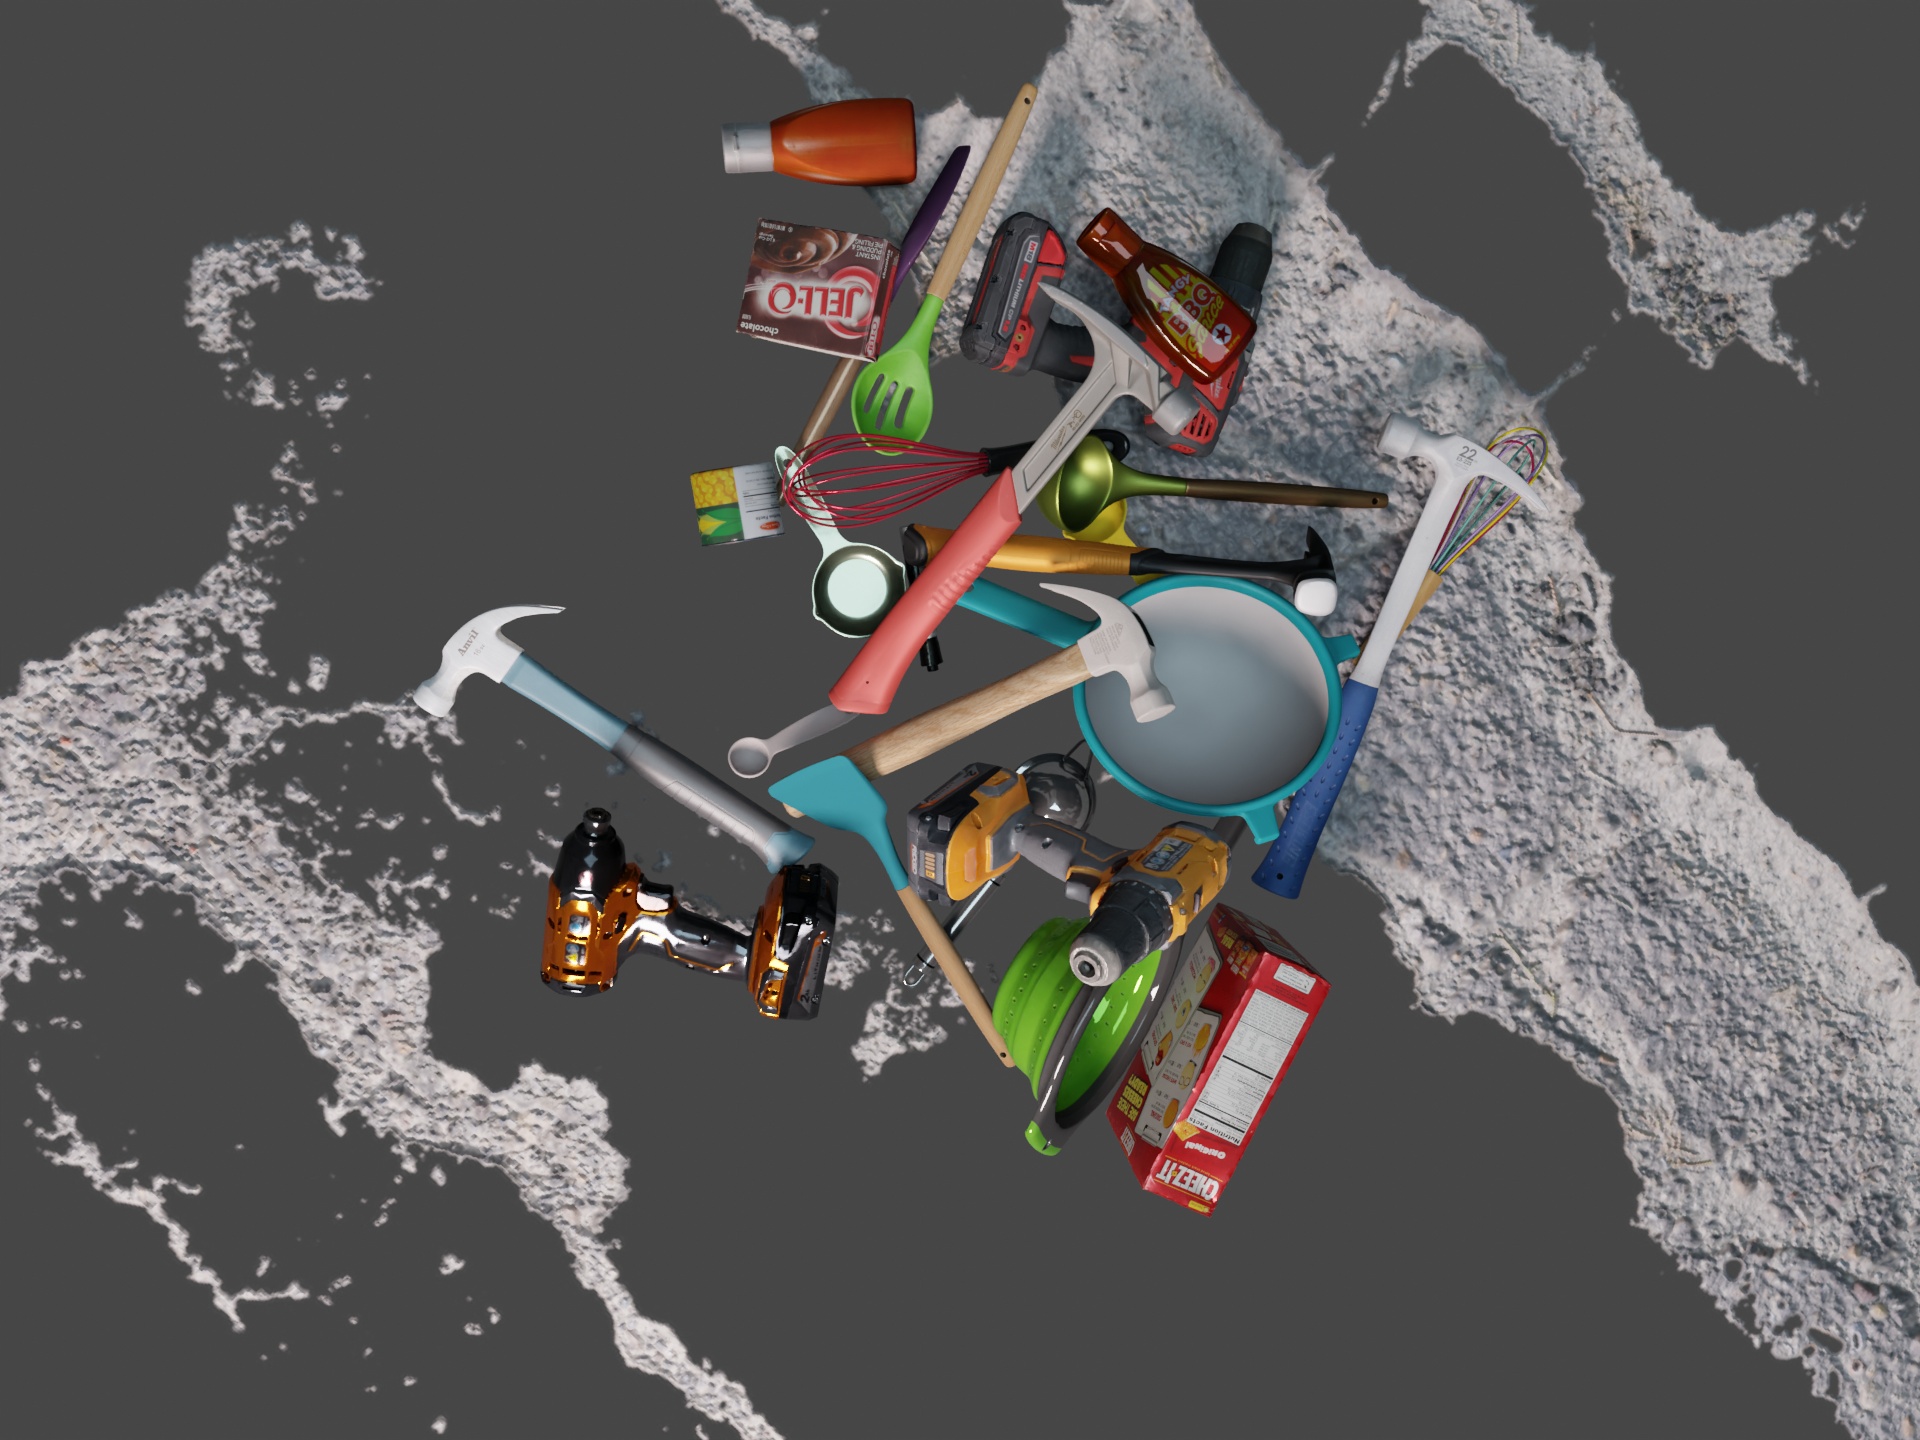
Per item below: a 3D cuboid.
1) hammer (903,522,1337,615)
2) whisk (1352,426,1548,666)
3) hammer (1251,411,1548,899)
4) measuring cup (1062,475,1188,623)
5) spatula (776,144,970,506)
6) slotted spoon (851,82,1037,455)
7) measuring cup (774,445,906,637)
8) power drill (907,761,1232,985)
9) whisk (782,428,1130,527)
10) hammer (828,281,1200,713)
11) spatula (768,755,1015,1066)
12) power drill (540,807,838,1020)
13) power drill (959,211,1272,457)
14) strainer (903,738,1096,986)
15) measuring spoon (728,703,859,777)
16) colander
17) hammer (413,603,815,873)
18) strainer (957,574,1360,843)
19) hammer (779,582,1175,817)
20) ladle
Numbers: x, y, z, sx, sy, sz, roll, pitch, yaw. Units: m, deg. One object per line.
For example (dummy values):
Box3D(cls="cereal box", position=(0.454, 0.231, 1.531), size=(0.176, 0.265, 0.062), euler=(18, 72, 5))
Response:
Box3D(cls="hammer", position=(0.123, -0.131, 1.258), size=(0.337, 0.127, 0.034), euler=(5, 115, 5))
Box3D(cls="whisk", position=(0.409, -0.144, 1.340), size=(0.047, 0.051, 0.245), euler=(37, 97, 11))
Box3D(cls="hammer", position=(0.345, -0.039, 1.321), size=(0.144, 0.035, 0.405), euler=(22, 101, 5))
Box3D(cls="measuring cup", position=(0.137, -0.140, 1.316), size=(0.062, 0.029, 0.156), euler=(-41, 111, 5))
Box3D(cls="spatula", position=(-0.072, -0.310, 1.256), size=(0.018, 0.060, 0.316), euler=(25, 99, -24))
Box3D(cls="slotted spoon", position=(-0.008, -0.359, 1.264), size=(0.070, 0.031, 0.314), euler=(23, 93, -25))
Box3D(cls="measuring cup", position=(-0.104, -0.145, 1.279), size=(0.083, 0.038, 0.167), euler=(-29, 98, -2))
Box3D(cls="power drill", position=(0.068, 0.118, 1.198), size=(0.226, 0.185, 0.084), euler=(15, 121, 28))
Box3D(cls="whisk", position=(0.001, -0.201, 1.255), size=(0.295, 0.073, 0.073), euler=(-11, 99, -20))
Box3D(cls="hammer", position=(0.011, -0.149, 1.206), size=(0.149, 0.037, 0.359), euler=(42, 108, 4))
Box3D(cls="spatula", position=(-0.038, 0.162, 1.300), size=(0.082, 0.044, 0.317), euler=(-24, 105, 28))
Box3D(cls="power drill", position=(-0.215, 0.153, 1.266), size=(0.226, 0.084, 0.164), euler=(9, 119, -7))
Box3D(cls="power drill", position=(0.131, -0.330, 1.261), size=(0.226, 0.080, 0.188), euler=(18, 96, -12))
Box3D(cls="strainer", position=(0.035, 0.124, 1.332), size=(0.086, 0.050, 0.258), euler=(36, 96, -20))
Box3D(cls="measuring spoon", position=(-0.132, 0.013, 1.299), size=(0.124, 0.018, 0.034), euler=(-26, 71, -18))
Box3D(cls="colander", position=(0.136, 0.162, 1.319), size=(0.094, 0.204, 0.397), euler=(28, 76, 24))
Box3D(cls="hammer", position=(-0.265, 0.023, 1.285), size=(0.331, 0.033, 0.128), euler=(35, 94, -10))
Box3D(cls="strainer", position=(0.137, -0.033, 1.299), size=(0.340, 0.095, 0.211), euler=(24, 68, 12))
Box3D(cls="hammer", position=(-0.002, -0.004, 1.255), size=(0.331, 0.031, 0.130), euler=(-25, 75, 19))
Box3D(cls="ladle", position=(0.208, -0.183, 1.277), size=(0.320, 0.062, 0.078), euler=(1, 108, -18))
